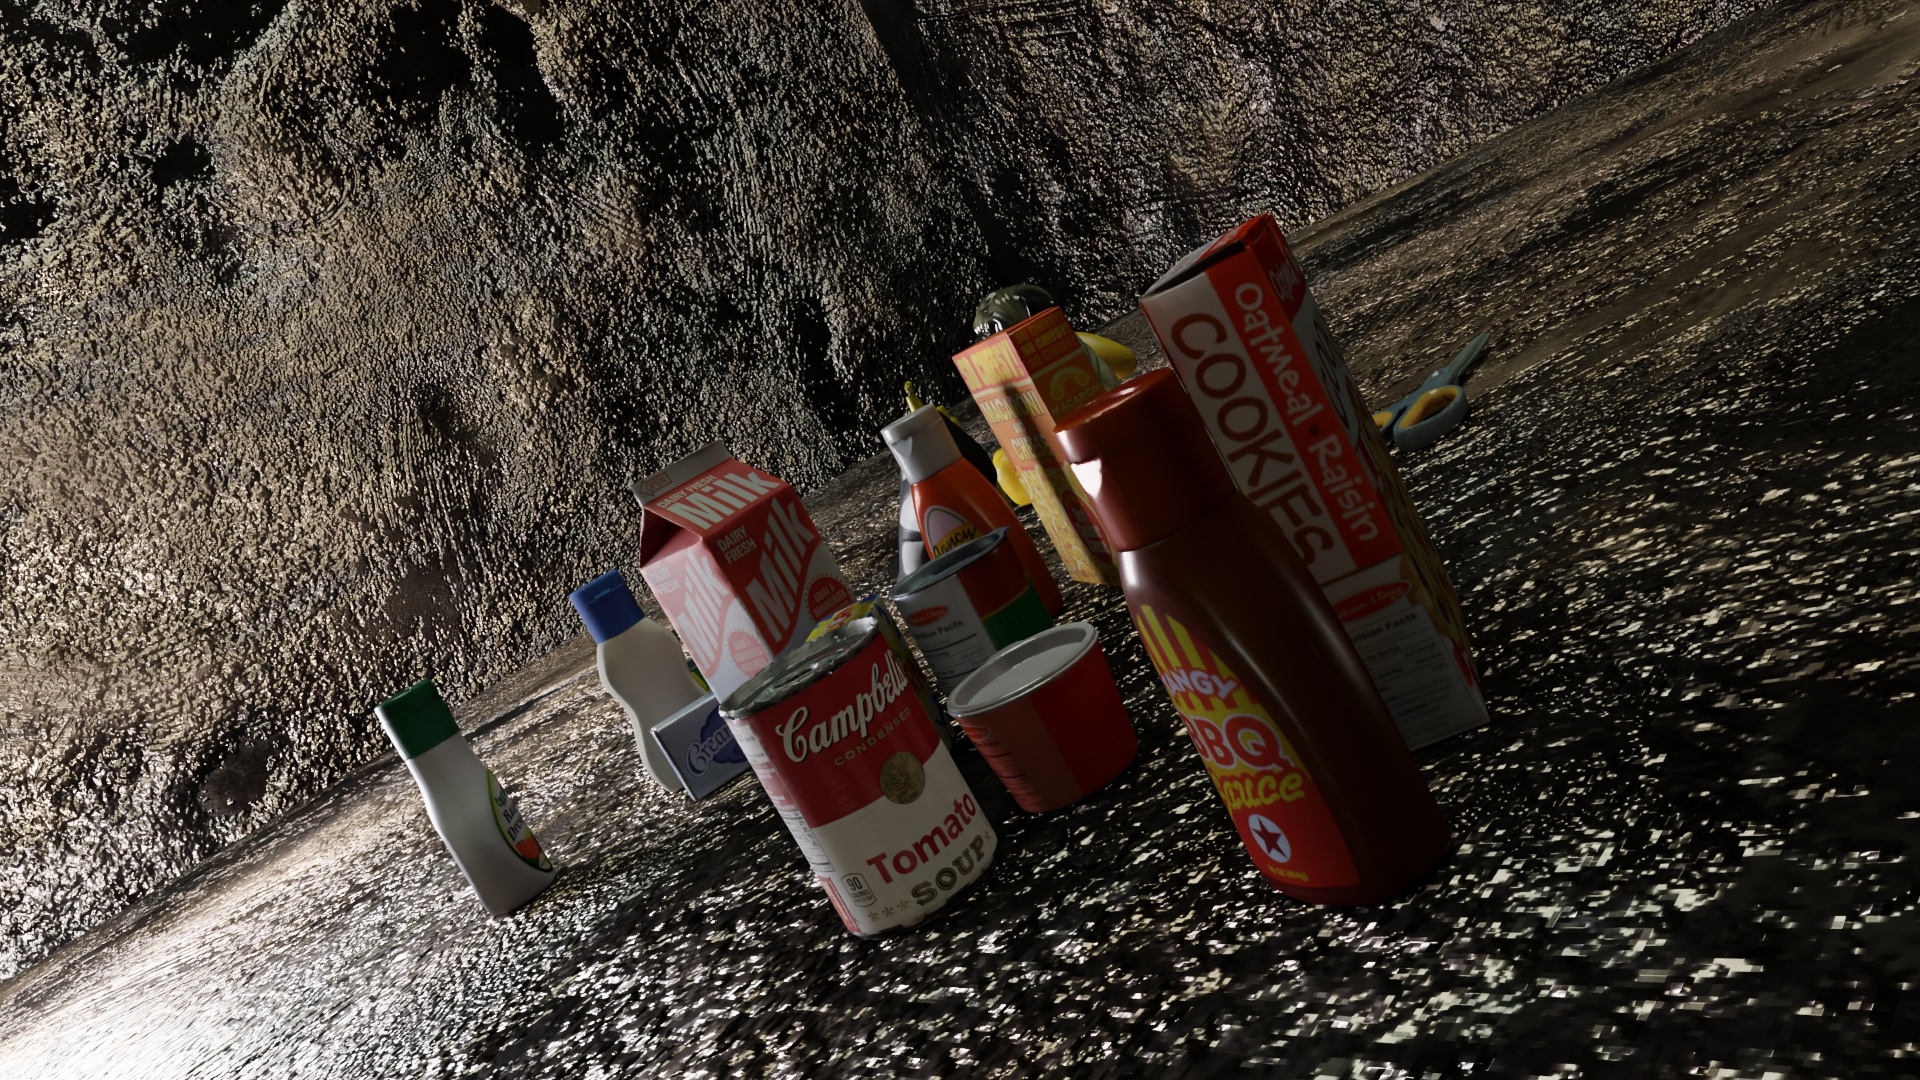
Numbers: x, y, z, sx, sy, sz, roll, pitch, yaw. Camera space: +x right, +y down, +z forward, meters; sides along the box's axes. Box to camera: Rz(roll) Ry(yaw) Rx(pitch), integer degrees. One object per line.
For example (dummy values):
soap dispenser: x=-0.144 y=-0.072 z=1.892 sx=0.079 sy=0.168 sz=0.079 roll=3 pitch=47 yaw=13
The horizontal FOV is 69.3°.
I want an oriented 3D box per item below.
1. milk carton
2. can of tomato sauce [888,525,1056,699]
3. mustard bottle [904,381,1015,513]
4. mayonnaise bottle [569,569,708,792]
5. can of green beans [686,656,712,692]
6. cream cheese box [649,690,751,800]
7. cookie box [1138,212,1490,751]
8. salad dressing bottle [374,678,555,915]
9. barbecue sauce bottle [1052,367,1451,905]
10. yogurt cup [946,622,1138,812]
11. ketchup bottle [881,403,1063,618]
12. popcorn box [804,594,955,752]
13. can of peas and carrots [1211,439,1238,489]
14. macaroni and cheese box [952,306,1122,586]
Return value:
milk carton: x=-0.113 y=0.038 z=0.790 sx=0.073 sy=0.190 sz=0.073 roll=-21 pitch=11 yaw=45
can of tomato sauce: x=0.014 y=0.046 z=0.694 sx=0.071 sy=0.083 sz=0.071 roll=-28 pitch=8 yaw=4
mustard bottle: x=-0.007 y=-0.058 z=1.130 sx=0.048 sy=0.160 sz=0.065 roll=-25 pitch=8 yaw=25
mayonnaise bottle: x=-0.208 y=0.091 z=0.928 sx=0.065 sy=0.148 sz=0.041 roll=-31 pitch=8 yaw=-19
can of green beans: x=-0.176 y=0.111 z=1.021 sx=0.071 sy=0.057 sz=0.071 roll=-28 pitch=8 yaw=4
cream cheese box: x=-0.139 y=0.115 z=0.884 sx=0.104 sy=0.053 sz=0.024 roll=-32 pitch=8 yaw=-21
cookie box: x=0.124 y=-0.027 z=0.476 sx=0.040 sy=0.167 sz=0.123 roll=-26 pitch=8 yaw=21
salad dressing bottle: x=-0.305 y=0.156 z=0.852 sx=0.044 sy=0.147 sz=0.064 roll=-29 pitch=8 yaw=-5
barbecue sauce bottle: x=0.076 y=0.026 z=0.380 sx=0.044 sy=0.148 sz=0.065 roll=-32 pitch=8 yaw=-23
yogurt cup: x=0.036 y=0.072 z=0.559 sx=0.072 sy=0.054 sz=0.072 roll=-28 pitch=8 yaw=4
ketchup bottle: x=0.003 y=-0.011 z=0.846 sx=0.064 sy=0.148 sz=0.044 roll=-23 pitch=10 yaw=37
popcorn box: x=-0.043 y=0.083 z=0.649 sx=0.038 sy=0.085 sz=0.127 roll=-27 pitch=8 yaw=10
can of peas and carrots: x=0.150 y=-0.025 z=0.758 sx=0.071 sy=0.058 sz=0.071 roll=-28 pitch=8 yaw=4
macaroni and cheese box: x=0.065 y=-0.054 z=0.842 sx=0.040 sy=0.166 sz=0.123 roll=-30 pitch=8 yaw=-13
